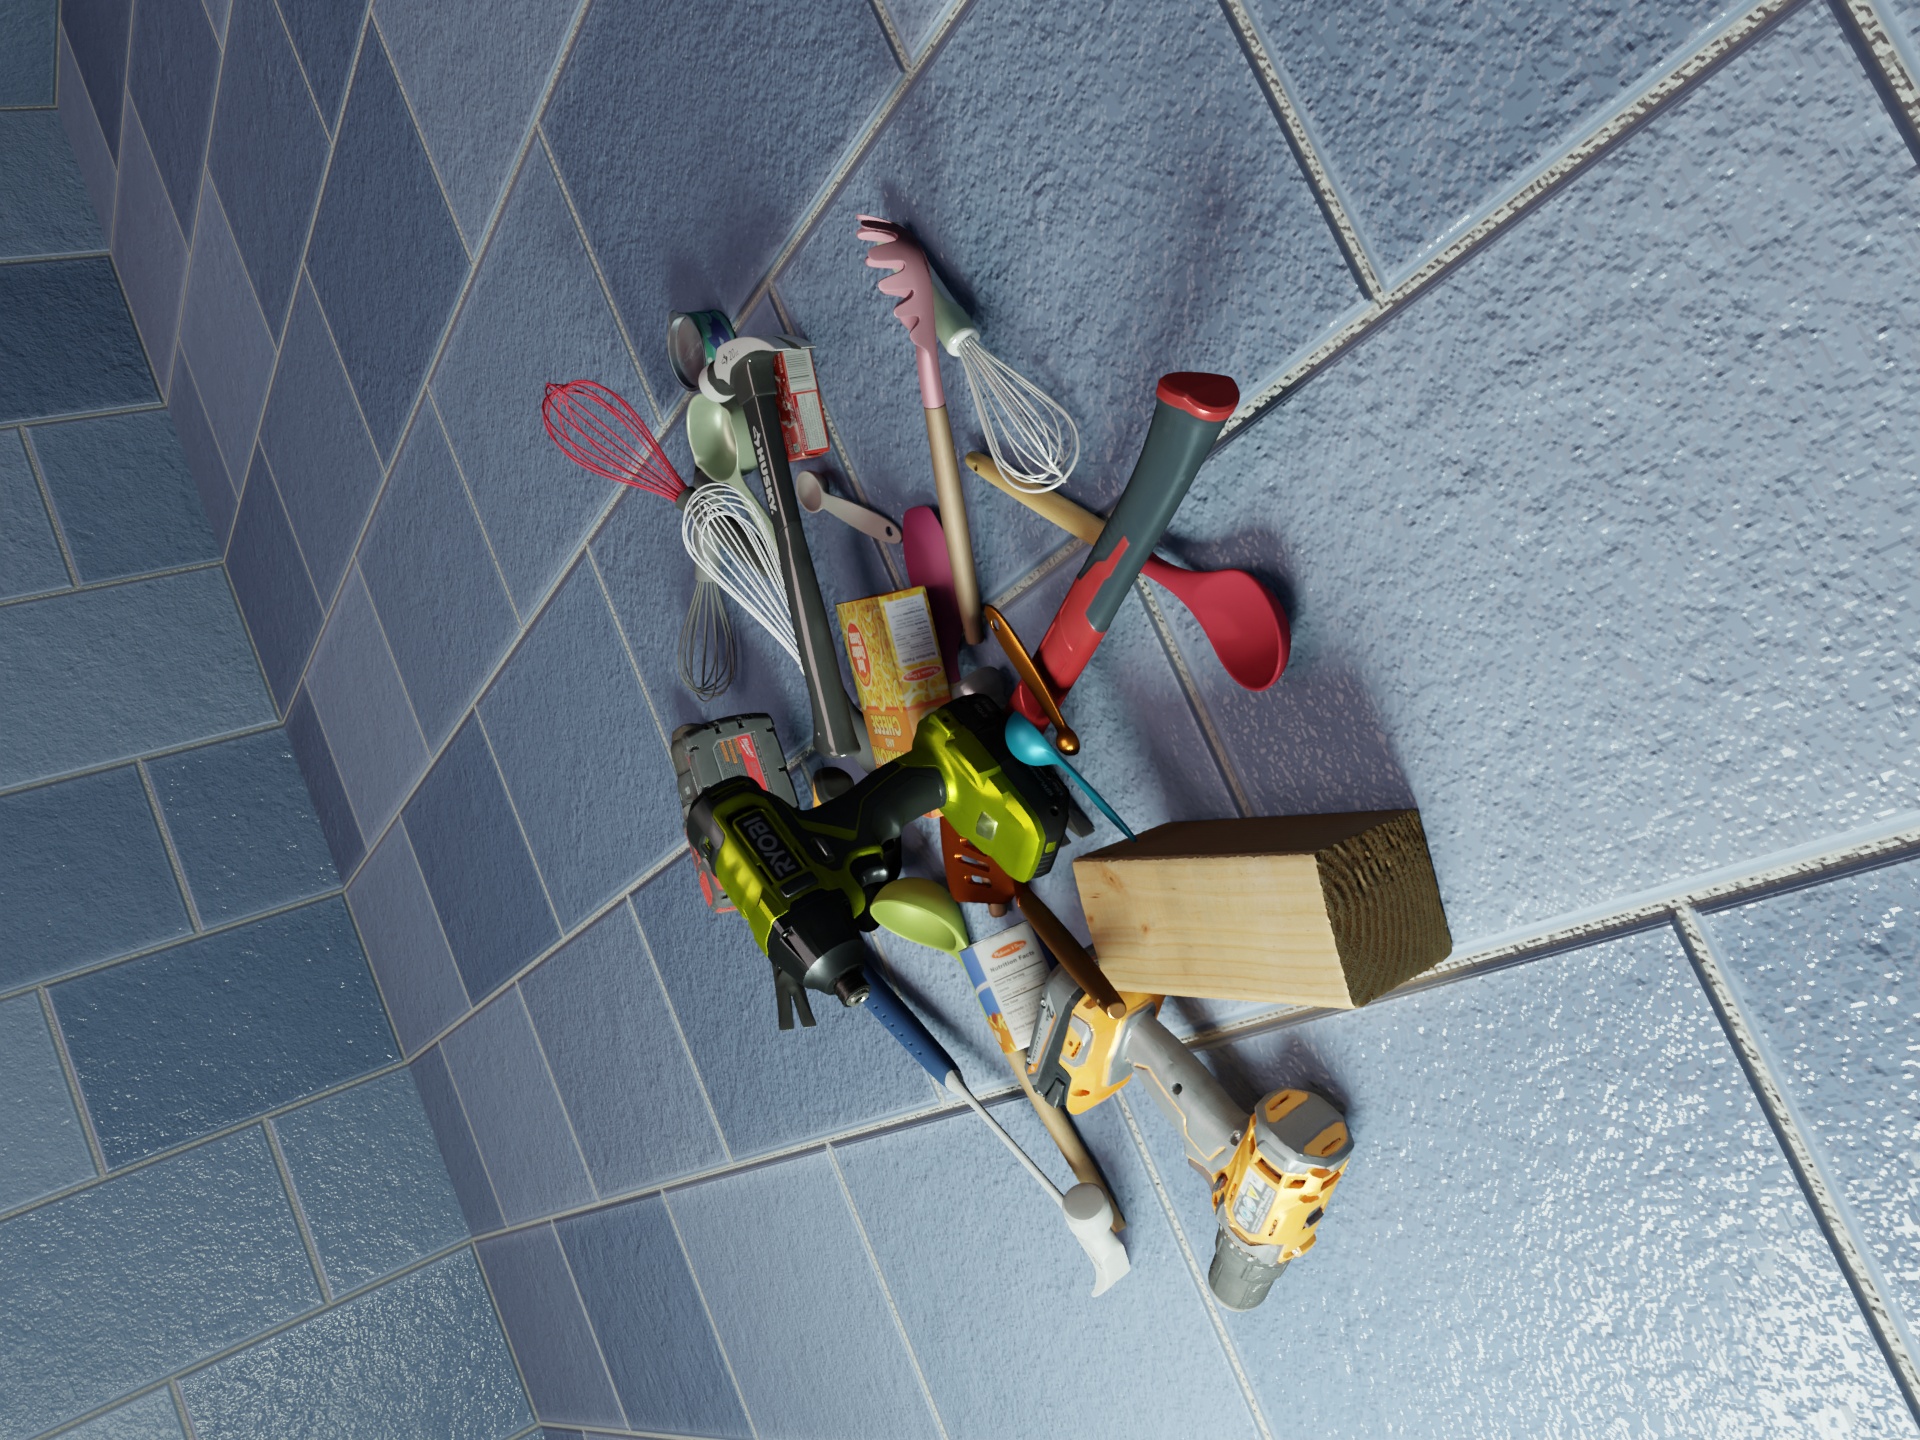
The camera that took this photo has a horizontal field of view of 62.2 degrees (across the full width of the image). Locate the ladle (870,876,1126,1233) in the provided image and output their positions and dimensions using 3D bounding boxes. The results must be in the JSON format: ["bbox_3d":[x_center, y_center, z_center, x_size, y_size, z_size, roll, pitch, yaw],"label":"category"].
[{"bbox_3d":[0.030,0.260,1.244,0.320,0.062,0.078,58,157,14],"label":"ladle"}]

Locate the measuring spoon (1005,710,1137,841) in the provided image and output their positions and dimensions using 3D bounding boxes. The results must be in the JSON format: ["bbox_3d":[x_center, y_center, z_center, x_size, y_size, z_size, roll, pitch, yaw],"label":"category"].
[{"bbox_3d":[0.067,0.041,1.026,0.129,0.021,0.042,47,174,35],"label":"measuring spoon"}]

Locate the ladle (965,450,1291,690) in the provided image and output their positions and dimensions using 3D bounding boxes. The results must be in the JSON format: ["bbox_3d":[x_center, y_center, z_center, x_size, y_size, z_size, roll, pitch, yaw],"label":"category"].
[{"bbox_3d":[0.100,-0.110,1.009,0.316,0.031,0.069,39,135,41],"label":"ladle"}]

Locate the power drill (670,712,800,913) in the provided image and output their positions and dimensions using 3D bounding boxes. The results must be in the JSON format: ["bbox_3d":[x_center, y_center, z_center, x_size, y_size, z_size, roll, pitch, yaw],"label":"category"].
[{"bbox_3d":[-0.218,0.065,1.458,0.226,0.080,0.188,126,128,-65],"label":"power drill"}]

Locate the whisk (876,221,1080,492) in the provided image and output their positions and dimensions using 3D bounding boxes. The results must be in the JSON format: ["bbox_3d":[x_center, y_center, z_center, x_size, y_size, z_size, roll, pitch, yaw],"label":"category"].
[{"bbox_3d":[0.007,-0.249,1.066,0.059,0.057,0.247,-39,66,17],"label":"whisk"}]

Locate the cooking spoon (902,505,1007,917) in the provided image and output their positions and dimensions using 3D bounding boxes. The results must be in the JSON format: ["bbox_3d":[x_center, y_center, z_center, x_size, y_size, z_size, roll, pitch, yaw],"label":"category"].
[{"bbox_3d":[-0.002,-0.004,1.201,0.069,0.017,0.319,1,106,57],"label":"cooking spoon"}]

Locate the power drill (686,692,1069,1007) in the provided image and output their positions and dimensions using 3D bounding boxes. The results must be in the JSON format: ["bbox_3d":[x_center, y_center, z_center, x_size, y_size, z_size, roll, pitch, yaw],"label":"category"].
[{"bbox_3d":[-0.045,0.083,1.053,0.171,0.223,0.080,50,148,27],"label":"power drill"}]

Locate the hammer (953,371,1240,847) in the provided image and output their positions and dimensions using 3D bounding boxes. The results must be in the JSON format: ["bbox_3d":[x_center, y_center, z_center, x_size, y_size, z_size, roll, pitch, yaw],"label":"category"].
[{"bbox_3d":[0.091,-0.063,0.990,0.143,0.038,0.386,57,150,19],"label":"hammer"}]

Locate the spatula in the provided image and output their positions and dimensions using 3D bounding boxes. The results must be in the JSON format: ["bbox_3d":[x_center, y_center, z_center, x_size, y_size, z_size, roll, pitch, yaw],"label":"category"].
[{"bbox_3d":[0.045,0.136,1.095,0.323,0.041,0.081,-136,38,-70],"label":"spatula"}]

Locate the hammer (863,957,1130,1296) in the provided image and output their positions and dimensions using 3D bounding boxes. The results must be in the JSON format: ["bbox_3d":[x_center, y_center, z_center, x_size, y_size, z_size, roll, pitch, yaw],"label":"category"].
[{"bbox_3d":[0.002,0.304,1.294,0.406,0.035,0.143,39,157,44],"label":"hammer"}]

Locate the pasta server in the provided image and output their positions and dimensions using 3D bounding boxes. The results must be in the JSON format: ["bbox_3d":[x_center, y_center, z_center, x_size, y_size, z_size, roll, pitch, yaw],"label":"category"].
[{"bbox_3d":[-0.021,-0.188,1.080,0.060,0.040,0.316,-111,9,-57],"label":"pasta server"}]

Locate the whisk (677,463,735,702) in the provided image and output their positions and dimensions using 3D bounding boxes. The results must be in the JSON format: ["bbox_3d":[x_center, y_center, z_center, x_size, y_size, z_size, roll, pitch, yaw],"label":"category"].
[{"bbox_3d":[-0.228,-0.129,1.435,0.055,0.055,0.238,28,122,45],"label":"whisk"}]

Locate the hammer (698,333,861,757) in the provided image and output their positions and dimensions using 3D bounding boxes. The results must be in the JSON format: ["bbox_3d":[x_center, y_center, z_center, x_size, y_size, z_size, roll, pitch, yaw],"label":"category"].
[{"bbox_3d":[-0.127,-0.134,1.229,0.146,0.035,0.335,-12,91,59],"label":"hammer"}]

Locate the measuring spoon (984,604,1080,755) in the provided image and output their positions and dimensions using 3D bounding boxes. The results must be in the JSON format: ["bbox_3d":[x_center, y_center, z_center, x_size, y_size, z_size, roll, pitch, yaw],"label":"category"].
[{"bbox_3d":[0.044,-0.026,1.044,0.117,0.011,0.021,59,151,11],"label":"measuring spoon"}]

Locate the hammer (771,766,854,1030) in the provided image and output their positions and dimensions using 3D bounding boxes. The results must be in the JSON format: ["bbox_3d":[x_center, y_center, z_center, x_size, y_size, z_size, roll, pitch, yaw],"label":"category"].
[{"bbox_3d":[-0.128,0.145,1.345,0.336,0.034,0.127,111,151,-55],"label":"hammer"}]

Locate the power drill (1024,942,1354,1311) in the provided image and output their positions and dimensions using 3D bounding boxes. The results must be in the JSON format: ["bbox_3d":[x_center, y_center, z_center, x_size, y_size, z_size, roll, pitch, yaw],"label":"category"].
[{"bbox_3d":[0.147,0.277,1.073,0.226,0.084,0.185,38,134,33],"label":"power drill"}]

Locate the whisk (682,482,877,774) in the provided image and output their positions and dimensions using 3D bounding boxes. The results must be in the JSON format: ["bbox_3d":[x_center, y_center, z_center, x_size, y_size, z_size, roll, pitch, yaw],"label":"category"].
[{"bbox_3d":[-0.136,-0.071,1.300,0.284,0.070,0.070,56,144,0],"label":"whisk"}]

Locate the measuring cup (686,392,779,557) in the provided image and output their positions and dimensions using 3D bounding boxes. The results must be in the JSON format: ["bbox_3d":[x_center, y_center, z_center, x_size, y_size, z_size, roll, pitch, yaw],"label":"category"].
[{"bbox_3d":[-0.172,-0.204,1.336,0.168,0.038,0.083,58,144,8],"label":"measuring cup"}]

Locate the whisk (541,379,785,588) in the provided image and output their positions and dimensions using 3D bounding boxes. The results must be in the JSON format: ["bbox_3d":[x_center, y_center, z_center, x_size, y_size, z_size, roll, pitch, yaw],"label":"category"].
[{"bbox_3d":[-0.252,-0.204,1.373,0.296,0.073,0.073,38,136,12],"label":"whisk"}]

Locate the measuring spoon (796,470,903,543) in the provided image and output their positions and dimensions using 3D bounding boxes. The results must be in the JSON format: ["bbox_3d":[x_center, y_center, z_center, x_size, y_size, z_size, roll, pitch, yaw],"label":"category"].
[{"bbox_3d":[-0.084,-0.166,1.252,0.124,0.018,0.034,31,130,35],"label":"measuring spoon"}]
